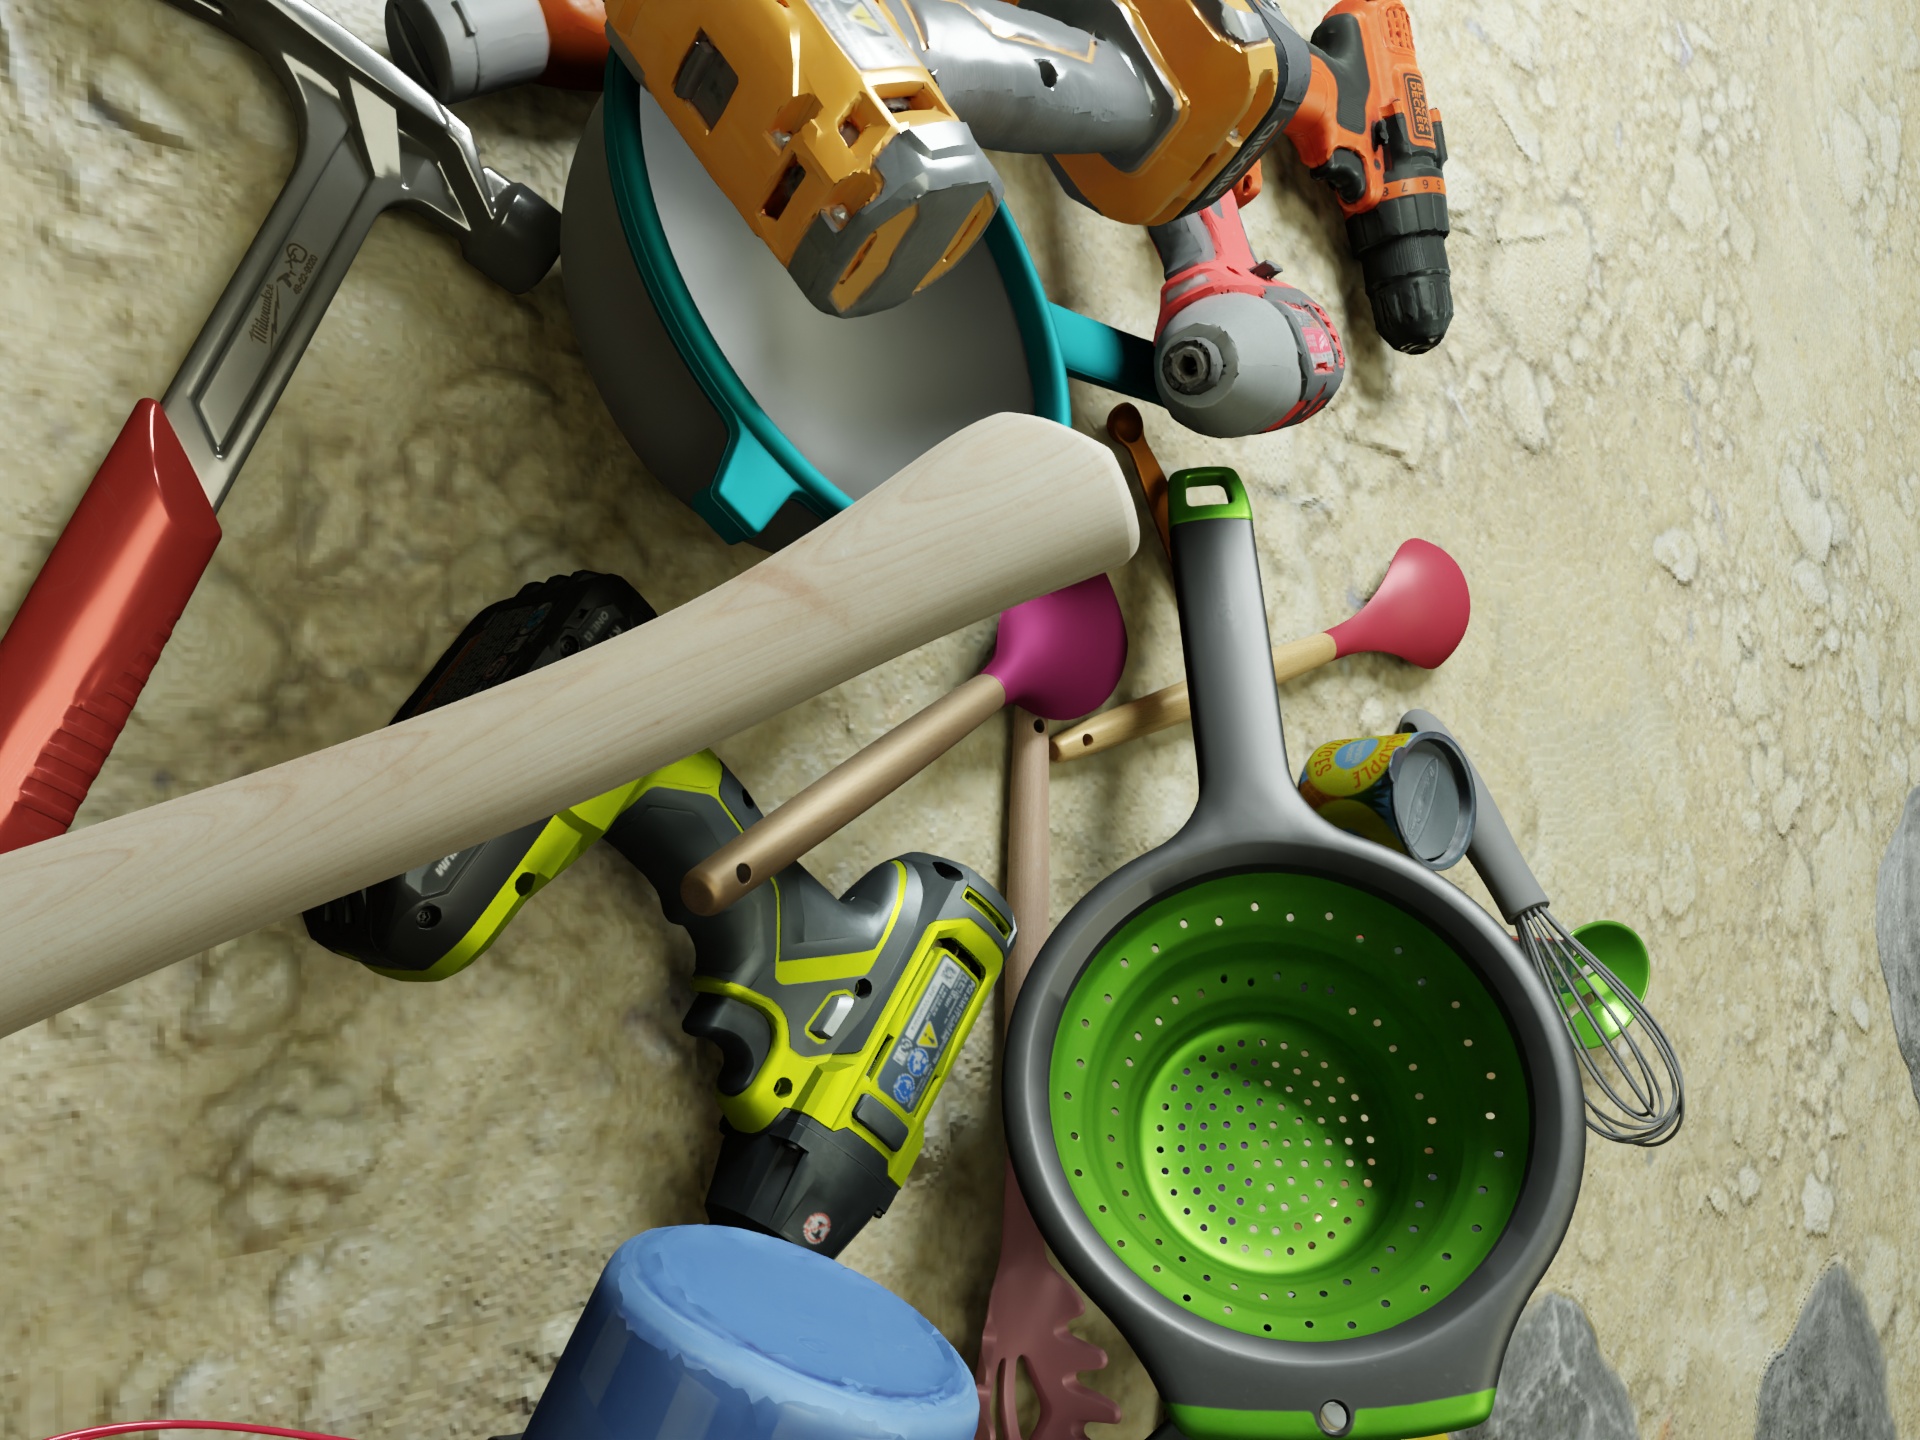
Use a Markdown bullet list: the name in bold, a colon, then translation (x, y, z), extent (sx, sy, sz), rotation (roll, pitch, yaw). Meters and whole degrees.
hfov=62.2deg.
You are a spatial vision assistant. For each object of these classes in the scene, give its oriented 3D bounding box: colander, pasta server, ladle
- **colander**: translation (0.117, 0.078, 0.642), extent (0.094, 0.204, 0.397), rotation (81, 6, -61)
- **pasta server**: translation (0.030, 0.145, 0.627), extent (0.060, 0.040, 0.316), rotation (6, 80, -31)
- **ladle**: translation (0.156, -0.030, 0.758), extent (0.315, 0.031, 0.069), rotation (-20, 97, -37)

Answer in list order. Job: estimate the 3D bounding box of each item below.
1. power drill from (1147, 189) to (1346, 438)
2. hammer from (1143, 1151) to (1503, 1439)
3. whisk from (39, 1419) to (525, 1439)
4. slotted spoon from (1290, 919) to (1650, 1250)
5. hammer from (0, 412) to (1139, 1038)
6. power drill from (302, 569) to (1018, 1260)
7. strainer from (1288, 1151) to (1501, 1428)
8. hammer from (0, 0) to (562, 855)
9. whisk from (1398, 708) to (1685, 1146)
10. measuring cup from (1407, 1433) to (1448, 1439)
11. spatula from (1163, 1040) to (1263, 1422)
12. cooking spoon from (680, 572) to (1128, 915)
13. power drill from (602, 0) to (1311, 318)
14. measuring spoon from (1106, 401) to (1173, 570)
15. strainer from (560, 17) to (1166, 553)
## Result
- **power drill**: translation (0.081, -0.217, 0.639), extent (0.143, 0.078, 0.219), rotation (-27, 94, -61)
- **hammer**: translation (0.093, 0.275, 0.604), extent (0.409, 0.036, 0.149), rotation (-24, 94, -34)
- **whisk**: translation (-0.152, 0.223, 0.461), extent (0.295, 0.073, 0.073), rotation (9, 80, -45)
- **slotted spoon**: translation (0.268, 0.187, 0.824), extent (0.314, 0.031, 0.070), rotation (-25, 101, -36)
- **hammer**: translation (-0.137, 0.029, 0.382), extent (0.410, 0.038, 0.146), rotation (-23, 85, -14)
- **power drill**: translation (-0.089, 0.076, 0.515), extent (0.223, 0.080, 0.171), rotation (47, 58, -29)
- **strainer**: translation (0.213, 0.256, 0.764), extent (0.258, 0.050, 0.087), rotation (-17, 103, -45)
- **hammer**: translation (-0.237, -0.042, 0.430), extent (0.149, 0.037, 0.359), rotation (32, 66, -32)
- **whisk**: translation (0.273, 0.093, 0.769), extent (0.055, 0.055, 0.239), rotation (5, 51, -39)
- **measuring cup**: translation (0.174, 0.345, 0.727), extent (0.156, 0.029, 0.062), rotation (16, 75, -39)
- **spatula**: translation (0.095, 0.288, 0.677), extent (0.059, 0.018, 0.316), rotation (20, 72, -35)
- **cooking spoon**: translation (-0.001, -0.002, 0.569), extent (0.319, 0.017, 0.068), rotation (-35, 108, -56)
- **power drill**: translation (-0.013, -0.221, 0.480), extent (0.226, 0.084, 0.185), rotation (-28, 79, -44)
- **measuring spoon**: translation (0.092, -0.090, 0.723), extent (0.021, 0.011, 0.116), rotation (-41, 114, -36)
- **strainer**: translation (-0.024, -0.135, 0.588), extent (0.340, 0.095, 0.211), rotation (-2, 74, -55)
